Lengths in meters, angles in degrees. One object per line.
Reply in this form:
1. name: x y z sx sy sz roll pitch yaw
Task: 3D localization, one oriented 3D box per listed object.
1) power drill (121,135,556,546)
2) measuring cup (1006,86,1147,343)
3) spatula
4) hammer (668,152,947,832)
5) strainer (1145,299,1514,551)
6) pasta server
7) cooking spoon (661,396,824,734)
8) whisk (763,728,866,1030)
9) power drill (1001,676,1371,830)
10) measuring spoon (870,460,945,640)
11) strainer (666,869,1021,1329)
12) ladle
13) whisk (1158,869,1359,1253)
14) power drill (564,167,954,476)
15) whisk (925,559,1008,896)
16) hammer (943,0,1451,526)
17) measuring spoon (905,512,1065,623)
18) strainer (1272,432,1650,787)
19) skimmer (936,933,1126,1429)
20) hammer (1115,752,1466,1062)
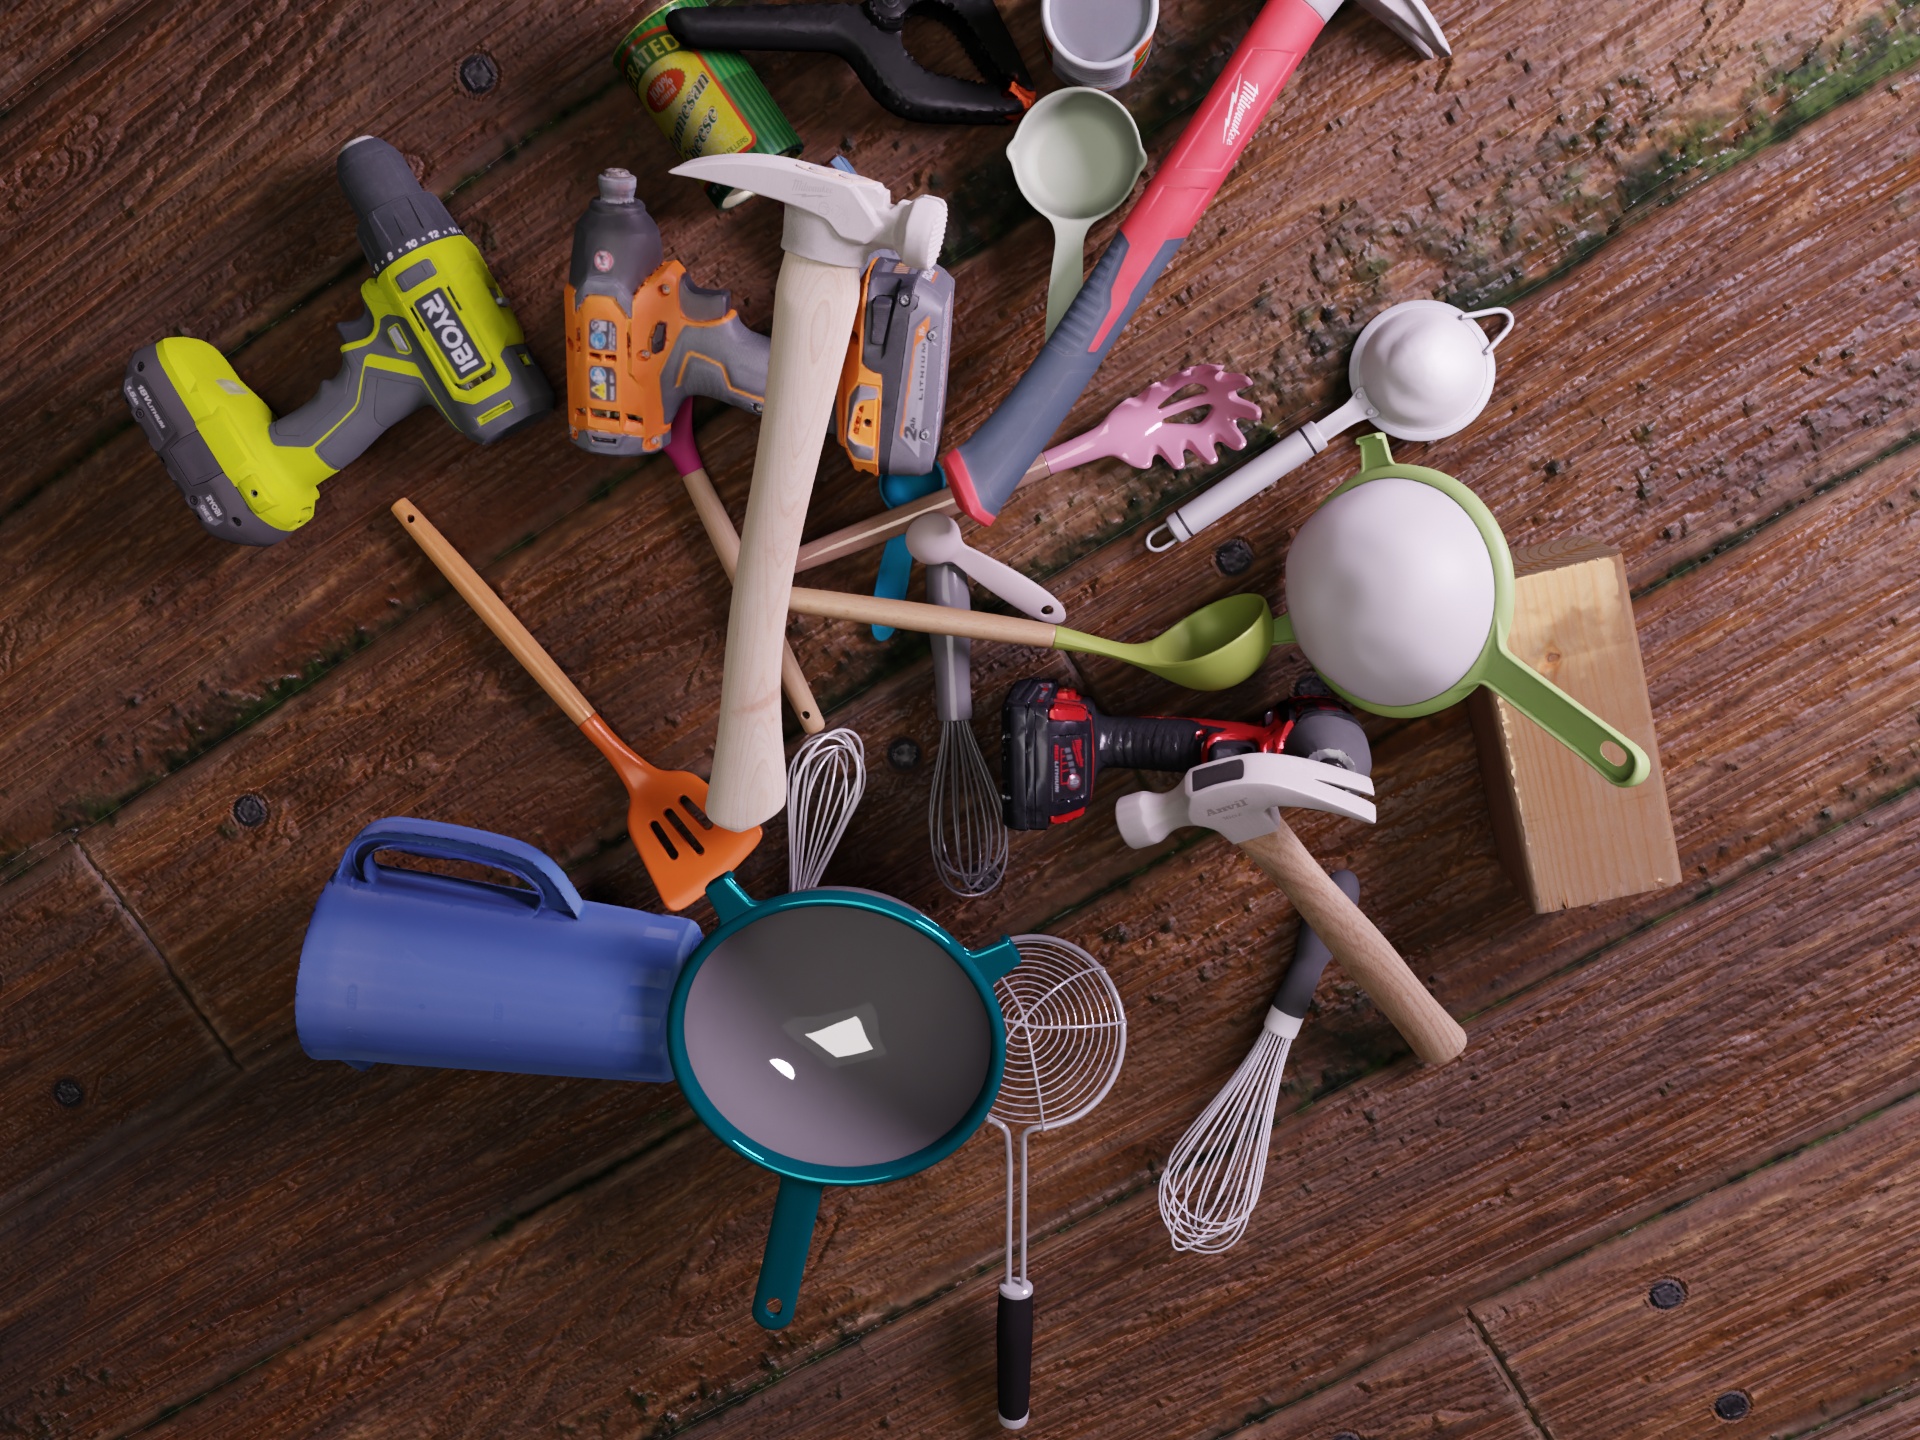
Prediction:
1. power drill: -0.391 -0.229 0.987 0.228 0.080 0.190 -28 100 7
2. measuring cup: 0.066 -0.291 0.958 0.083 0.038 0.167 5 105 3
3. spatula: -0.261 -0.019 1.042 0.081 0.041 0.322 -41 96 -4
4. hammer: -0.118 -0.115 0.929 0.146 0.038 0.410 16 119 4
5. strainer: 0.223 -0.177 0.972 0.258 0.050 0.087 -33 83 14
6. pasta server: 0.029 -0.146 0.980 0.316 0.040 0.060 -21 115 3
7. cooking spoon: -0.161 -0.135 1.019 0.069 0.017 0.319 -24 100 7
8. whisk: -0.107 0.119 1.063 0.058 0.059 0.246 28 111 35
9. power drill: 0.137 0.021 0.971 0.219 0.143 0.078 0 101 6
10. measuring spoon: -0.040 -0.113 1.020 0.042 0.021 0.128 9 113 -10
11. strainer: -0.089 0.242 1.043 0.211 0.095 0.340 13 113 -2
12. ladle: 0.033 -0.067 0.979 0.320 0.078 0.062 8 113 -2
13. whisk: 0.202 0.229 1.059 0.070 0.070 0.284 21 99 -1
14. power drill: -0.121 -0.230 0.933 0.226 0.084 0.164 7 119 3
15. whisk: 0.000 -0.003 1.026 0.055 0.055 0.239 -3 98 5
16. hammer: 0.123 -0.273 0.924 0.143 0.038 0.386 31 98 -19
17. measuring spoon: 0.019 -0.089 0.994 0.124 0.018 0.034 29 117 -26
18. strainer: 0.270 -0.042 0.900 0.257 0.069 0.151 46 127 35
19. skimmer: 0.046 0.327 1.104 0.127 0.090 0.363 5 114 12
20. hammer: 0.232 0.123 0.961 0.130 0.031 0.331 -21 133 29
